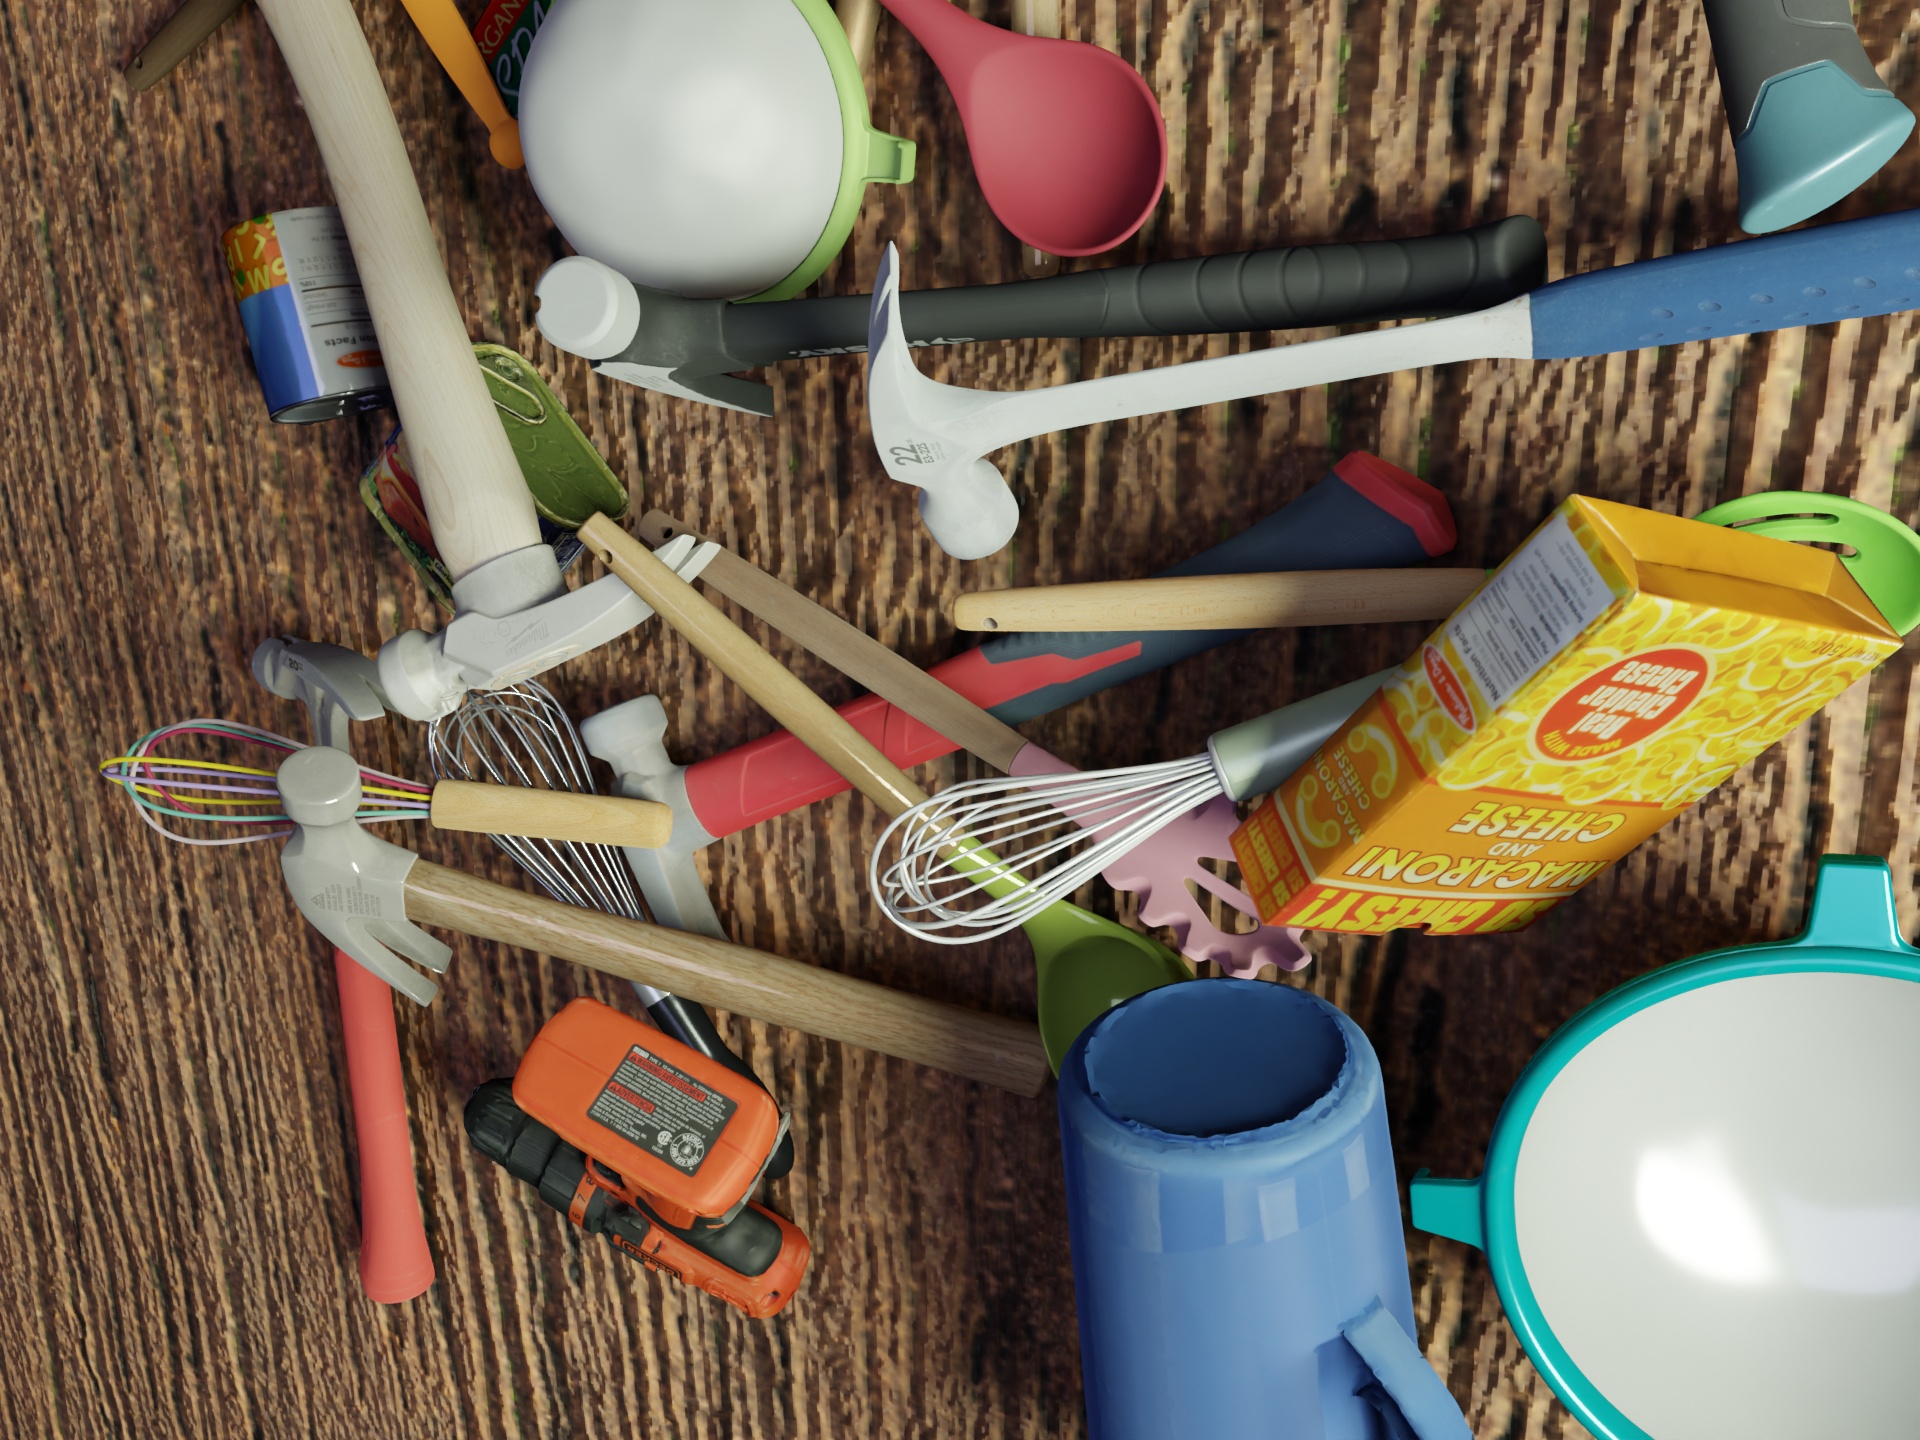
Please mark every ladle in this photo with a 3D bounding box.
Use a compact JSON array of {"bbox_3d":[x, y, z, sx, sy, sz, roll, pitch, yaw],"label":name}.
[{"bbox_3d":[-0.026,0.038,0.610,0.320,0.062,0.078,42,130,-11],"label":"ladle"},{"bbox_3d":[-0.046,-0.283,0.575,0.315,0.031,0.069,43,111,5],"label":"ladle"}]

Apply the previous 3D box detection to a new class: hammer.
[{"bbox_3d":[0.033,-0.146,0.566,0.335,0.146,0.035,-1,92,14],"label":"hammer"},{"bbox_3d":[0.015,0.003,0.643,0.386,0.038,0.143,-21,94,28],"label":"hammer"},{"bbox_3d":[0.204,-0.298,0.438,0.128,0.033,0.331,-12,82,28],"label":"hammer"},{"bbox_3d":[0.164,-0.122,0.489,0.405,0.144,0.035,-7,66,16],"label":"hammer"},{"bbox_3d":[-0.232,-0.215,0.660,0.146,0.038,0.411,-24,82,15],"label":"hammer"},{"bbox_3d":[-0.299,0.140,0.808,0.149,0.036,0.359,19,115,47],"label":"hammer"},{"bbox_3d":[-0.122,0.103,0.674,0.331,0.031,0.130,16,137,-1],"label":"hammer"}]

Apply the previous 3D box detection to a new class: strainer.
[{"bbox_3d":[-0.144,-0.266,0.598,0.151,0.069,0.256,-27,104,32],"label":"strainer"},{"bbox_3d":[0.331,0.198,0.509,0.340,0.095,0.211,43,119,8],"label":"strainer"}]

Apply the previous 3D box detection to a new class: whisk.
[{"bbox_3d":[0.082,0.020,0.540,0.246,0.058,0.059,-21,111,12],"label":"whisk"},{"bbox_3d":[-0.248,0.034,0.691,0.245,0.051,0.047,6,129,-1],"label":"whisk"},{"bbox_3d":[-0.159,0.094,0.742,0.070,0.070,0.284,-31,94,28],"label":"whisk"}]

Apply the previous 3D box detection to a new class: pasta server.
[{"bbox_3d":[-0.001,-0.002,0.606,0.316,0.040,0.060,33,83,15],"label":"pasta server"}]

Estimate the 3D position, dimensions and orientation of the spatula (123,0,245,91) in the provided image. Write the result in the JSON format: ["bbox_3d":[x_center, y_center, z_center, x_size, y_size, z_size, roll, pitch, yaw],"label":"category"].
[{"bbox_3d":[-0.276,-0.374,0.701,0.316,0.018,0.060,-26,86,27],"label":"spatula"}]

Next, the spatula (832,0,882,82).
[{"bbox_3d":[-0.022,-0.347,0.561,0.082,0.044,0.317,25,117,17],"label":"spatula"}]

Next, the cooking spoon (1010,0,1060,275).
[{"bbox_3d":[0.024,-0.324,0.569,0.069,0.017,0.318,8,106,38],"label":"cooking spoon"}]

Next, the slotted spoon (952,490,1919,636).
[{"bbox_3d":[0.150,-0.044,0.536,0.314,0.031,0.070,-2,136,14],"label":"slotted spoon"}]

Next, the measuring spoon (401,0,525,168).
[{"bbox_3d":[-0.214,-0.281,0.664,0.021,0.011,0.117,-33,86,29],"label":"measuring spoon"}]
